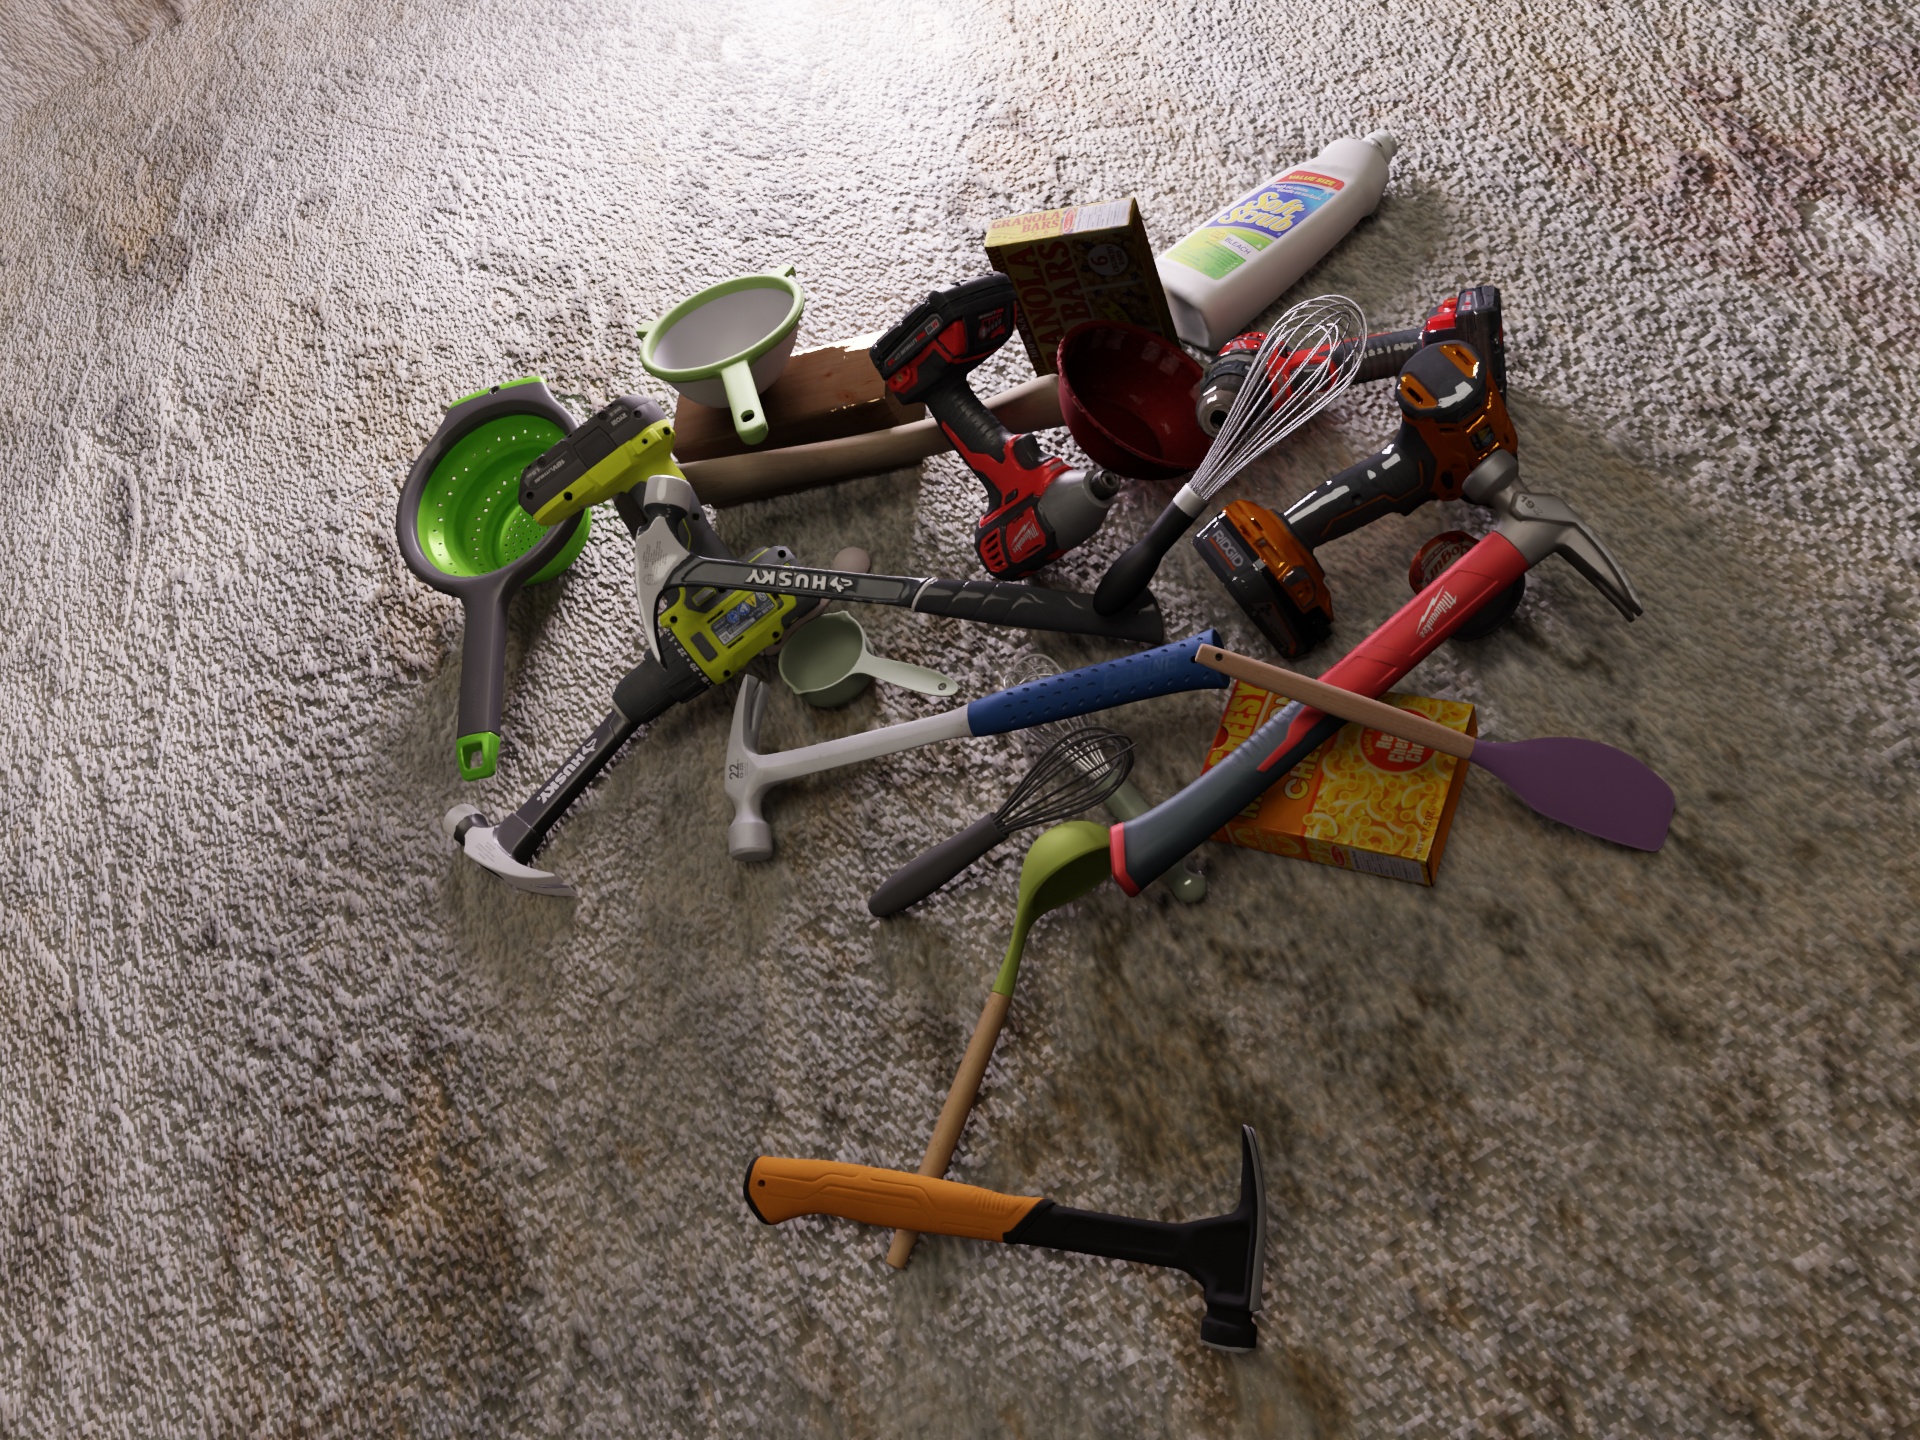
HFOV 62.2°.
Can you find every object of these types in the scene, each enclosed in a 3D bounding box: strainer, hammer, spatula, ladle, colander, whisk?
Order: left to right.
[{"bbox_3d":[-0.407,-0.119,1.447,0.204,0.094,0.397,-12,64,17],"label":"colander"},{"bbox_3d":[-0.281,0.002,1.341,0.146,0.035,0.335,30,73,36],"label":"hammer"},{"bbox_3d":[-0.182,-0.284,1.336,0.151,0.069,0.257,-22,43,1],"label":"strainer"},{"bbox_3d":[-0.097,-0.221,1.367,0.410,0.146,0.038,-11,53,8],"label":"hammer"},{"bbox_3d":[-0.048,-0.094,1.214,0.409,0.036,0.149,6,79,1],"label":"hammer"},{"bbox_3d":[-0.002,-0.004,1.172,0.405,0.035,0.144,-14,69,23],"label":"hammer"},{"bbox_3d":[0.020,0.299,0.987,0.337,0.034,0.127,1,75,21],"label":"hammer"},{"bbox_3d":[0.026,0.077,1.127,0.239,0.055,0.055,-35,50,20],"label":"whisk"},{"bbox_3d":[0.029,0.212,1.060,0.062,0.078,0.320,17,73,20],"label":"ladle"},{"bbox_3d":[0.102,0.040,1.151,0.059,0.057,0.247,-56,50,26],"label":"whisk"},{"bbox_3d":[0.186,-0.180,1.133,0.284,0.070,0.070,-51,48,23],"label":"whisk"},{"bbox_3d":[0.261,-0.005,1.049,0.386,0.038,0.143,-40,76,-1],"label":"hammer"},{"bbox_3d":[0.302,0.008,1.015,0.316,0.018,0.060,19,77,3],"label":"spatula"}]

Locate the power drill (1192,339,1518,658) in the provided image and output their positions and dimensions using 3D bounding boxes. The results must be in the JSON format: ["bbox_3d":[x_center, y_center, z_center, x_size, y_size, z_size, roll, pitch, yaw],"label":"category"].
[{"bbox_3d":[0.295,-0.148,1.134,0.226,0.164,0.084,-38,51,11],"label":"power drill"}]

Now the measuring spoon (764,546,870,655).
[{"bbox_3d":[-0.125,-0.103,1.355,0.034,0.018,0.124,35,77,36],"label":"measuring spoon"}]

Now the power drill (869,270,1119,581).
[{"bbox_3d":[0.033,-0.228,1.240,0.078,0.219,0.143,-29,2,-40],"label":"power drill"}]

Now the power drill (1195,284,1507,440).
[{"bbox_3d":[0.290,-0.261,1.201,0.227,0.080,0.188,-4,23,21],"label":"power drill"}]

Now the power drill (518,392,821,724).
[{"bbox_3d":[-0.251,-0.128,1.289,0.190,0.080,0.228,-38,96,-2],"label":"power drill"}]

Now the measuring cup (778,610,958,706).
[{"bbox_3d":[-0.068,-0.035,1.275,0.168,0.038,0.083,16,66,29],"label":"measuring cup"}]
